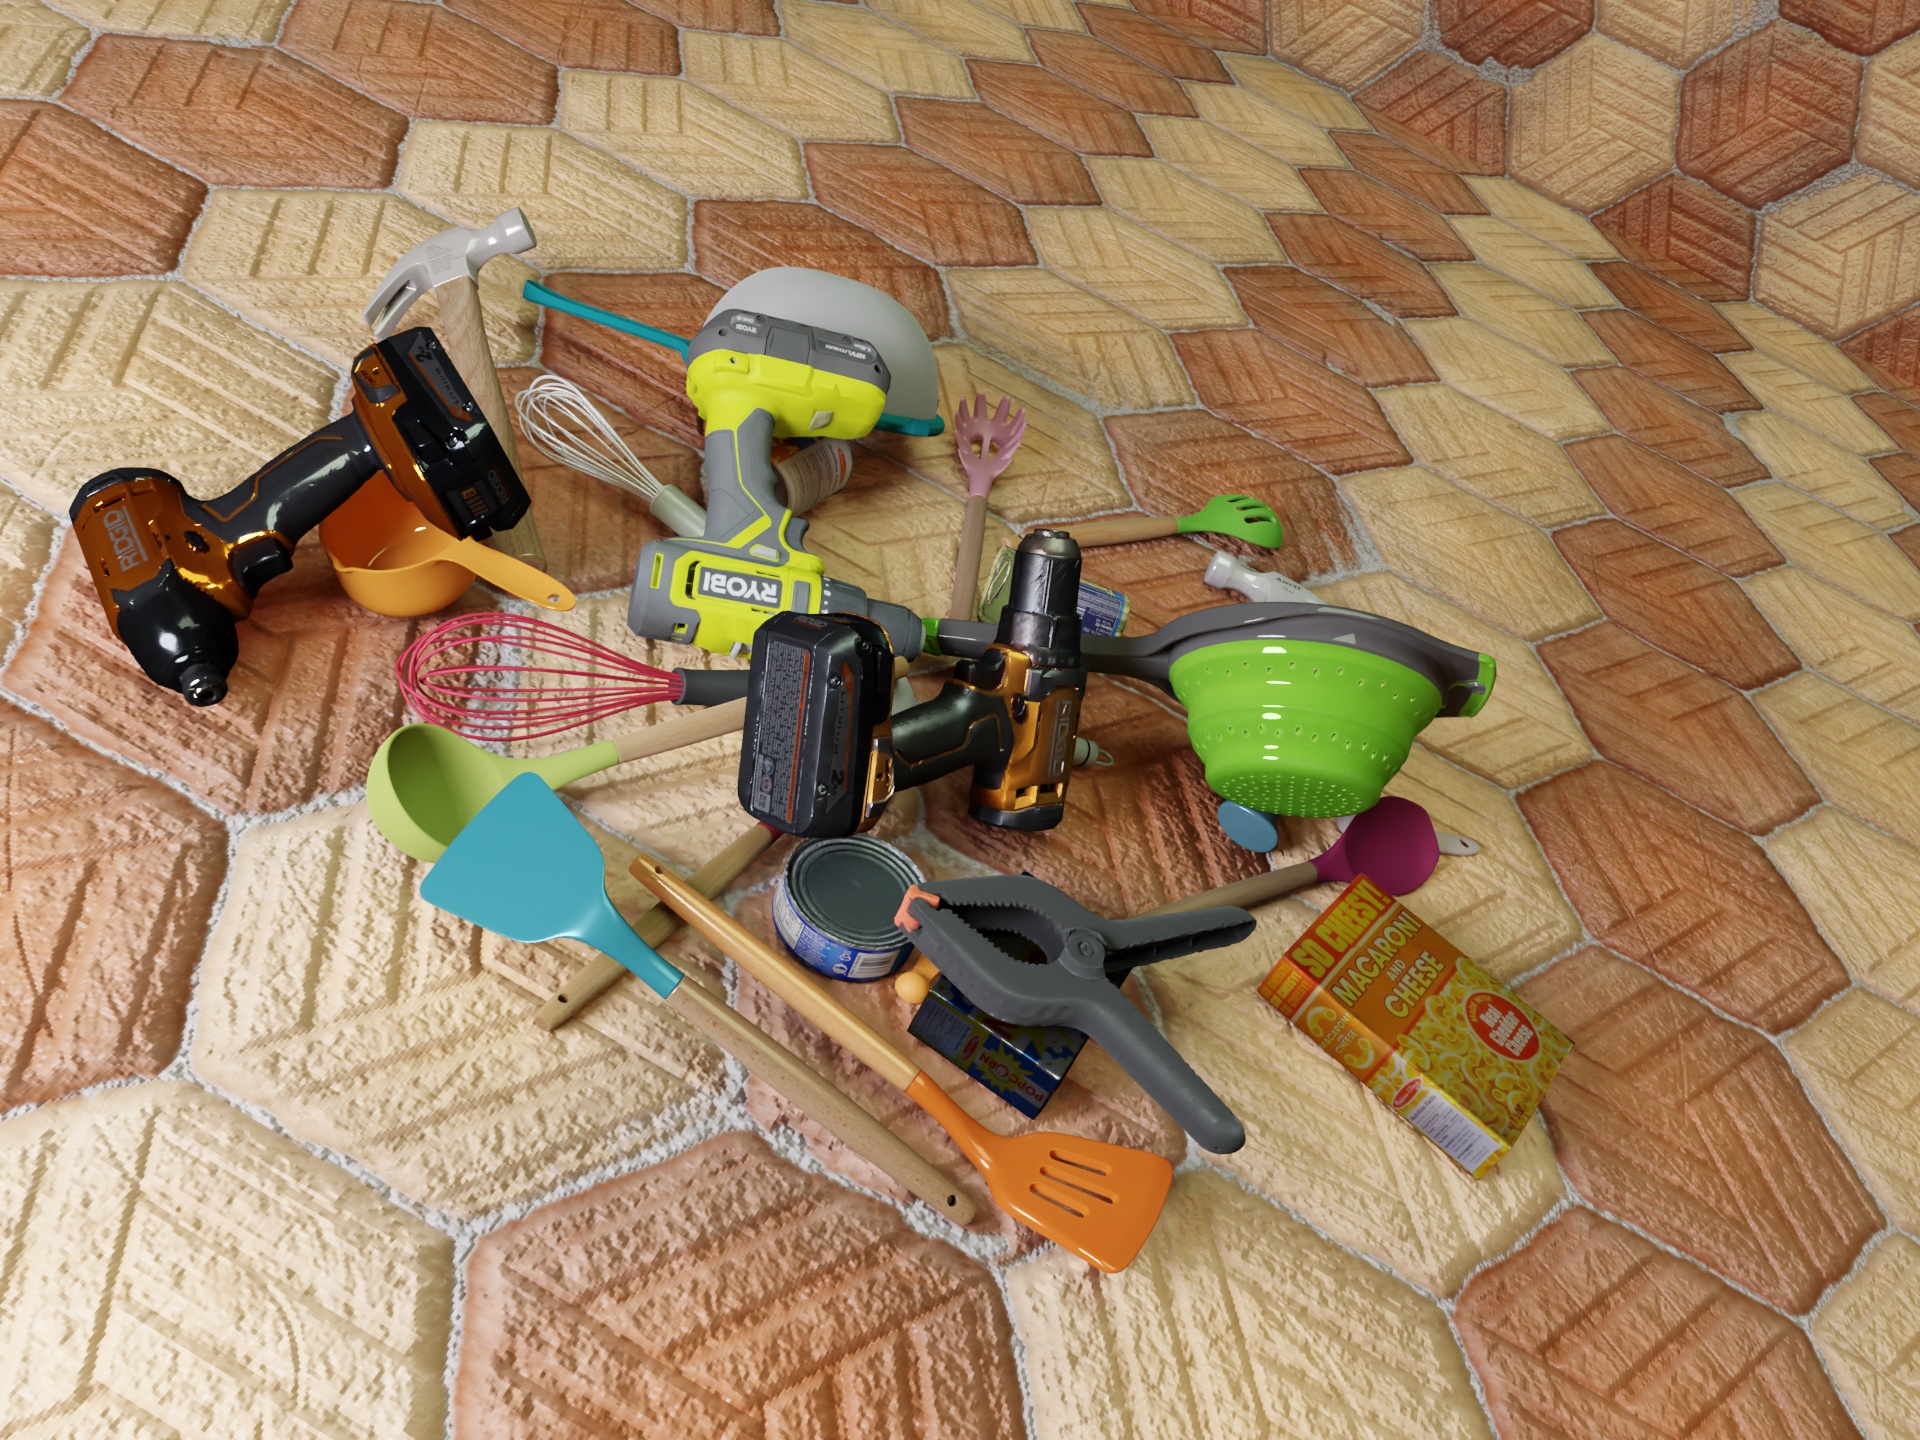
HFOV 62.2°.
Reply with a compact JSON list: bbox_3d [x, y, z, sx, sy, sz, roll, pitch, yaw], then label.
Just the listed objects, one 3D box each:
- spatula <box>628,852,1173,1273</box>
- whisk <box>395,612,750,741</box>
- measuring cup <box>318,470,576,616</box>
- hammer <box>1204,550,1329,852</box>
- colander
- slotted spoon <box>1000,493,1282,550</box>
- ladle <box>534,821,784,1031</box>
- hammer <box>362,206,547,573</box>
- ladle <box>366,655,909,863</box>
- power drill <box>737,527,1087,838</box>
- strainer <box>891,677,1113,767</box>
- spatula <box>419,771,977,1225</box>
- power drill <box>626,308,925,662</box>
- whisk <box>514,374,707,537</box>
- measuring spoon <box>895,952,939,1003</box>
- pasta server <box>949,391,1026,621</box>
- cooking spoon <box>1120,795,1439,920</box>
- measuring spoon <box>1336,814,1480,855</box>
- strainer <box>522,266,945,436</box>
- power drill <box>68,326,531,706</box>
[{"bbox_3d":[-0.040,0.164,0.815,0.322,0.041,0.081,37,39,6],"label":"spatula"},{"bbox_3d":[-0.188,-0.022,0.953,0.295,0.073,0.073,2,43,-36],"label":"whisk"},{"bbox_3d":[-0.295,-0.087,0.941,0.174,0.052,0.095,25,56,15],"label":"measuring cup"},{"bbox_3d":[0.231,-0.017,1.198,0.128,0.033,0.331,23,38,-1],"label":"hammer"},{"bbox_3d":[0.139,-0.004,1.044,0.397,0.204,0.094,7,72,13],"label":"colander"},{"bbox_3d":[0.160,-0.160,1.332,0.313,0.031,0.070,-11,50,-36],"label":"slotted spoon"},{"bbox_3d":[-0.127,0.078,0.893,0.069,0.031,0.315,32,40,13],"label":"ladle"},{"bbox_3d":[-0.331,-0.221,1.089,0.130,0.031,0.332,-21,58,0],"label":"hammer"},{"bbox_3d":[-0.165,0.005,0.882,0.320,0.062,0.078,-18,74,-27],"label":"ladle"},{"bbox_3d":[-0.012,-0.023,0.926,0.226,0.185,0.084,-2,14,-44],"label":"power drill"},{"bbox_3d":[-0.002,-0.003,1.024,0.258,0.050,0.087,15,35,-32],"label":"strainer"},{"bbox_3d":[-0.120,0.147,0.785,0.317,0.044,0.082,39,70,-2],"label":"spatula"},{"bbox_3d":[-0.111,-0.144,1.059,0.190,0.080,0.229,10,69,-15],"label":"power drill"},{"bbox_3d":[-0.213,-0.159,1.106,0.246,0.057,0.059,38,31,9],"label":"whisk"},{"bbox_3d":[-0.006,0.123,0.917,0.021,0.011,0.117,32,38,8],"label":"measuring spoon"},{"bbox_3d":[0.012,-0.162,1.243,0.060,0.040,0.316,9,40,-1],"label":"pasta server"},{"bbox_3d":[0.213,0.106,1.050,0.318,0.017,0.069,-11,82,-36],"label":"cooking spoon"},{"bbox_3d":[0.328,0.080,1.150,0.124,0.018,0.034,10,40,-21],"label":"measuring spoon"},{"bbox_3d":[-0.163,-0.314,1.226,0.340,0.095,0.211,18,16,-4],"label":"strainer"},{"bbox_3d":[-0.360,-0.108,0.875,0.226,0.084,0.164,-30,58,-11],"label":"power drill"}]
